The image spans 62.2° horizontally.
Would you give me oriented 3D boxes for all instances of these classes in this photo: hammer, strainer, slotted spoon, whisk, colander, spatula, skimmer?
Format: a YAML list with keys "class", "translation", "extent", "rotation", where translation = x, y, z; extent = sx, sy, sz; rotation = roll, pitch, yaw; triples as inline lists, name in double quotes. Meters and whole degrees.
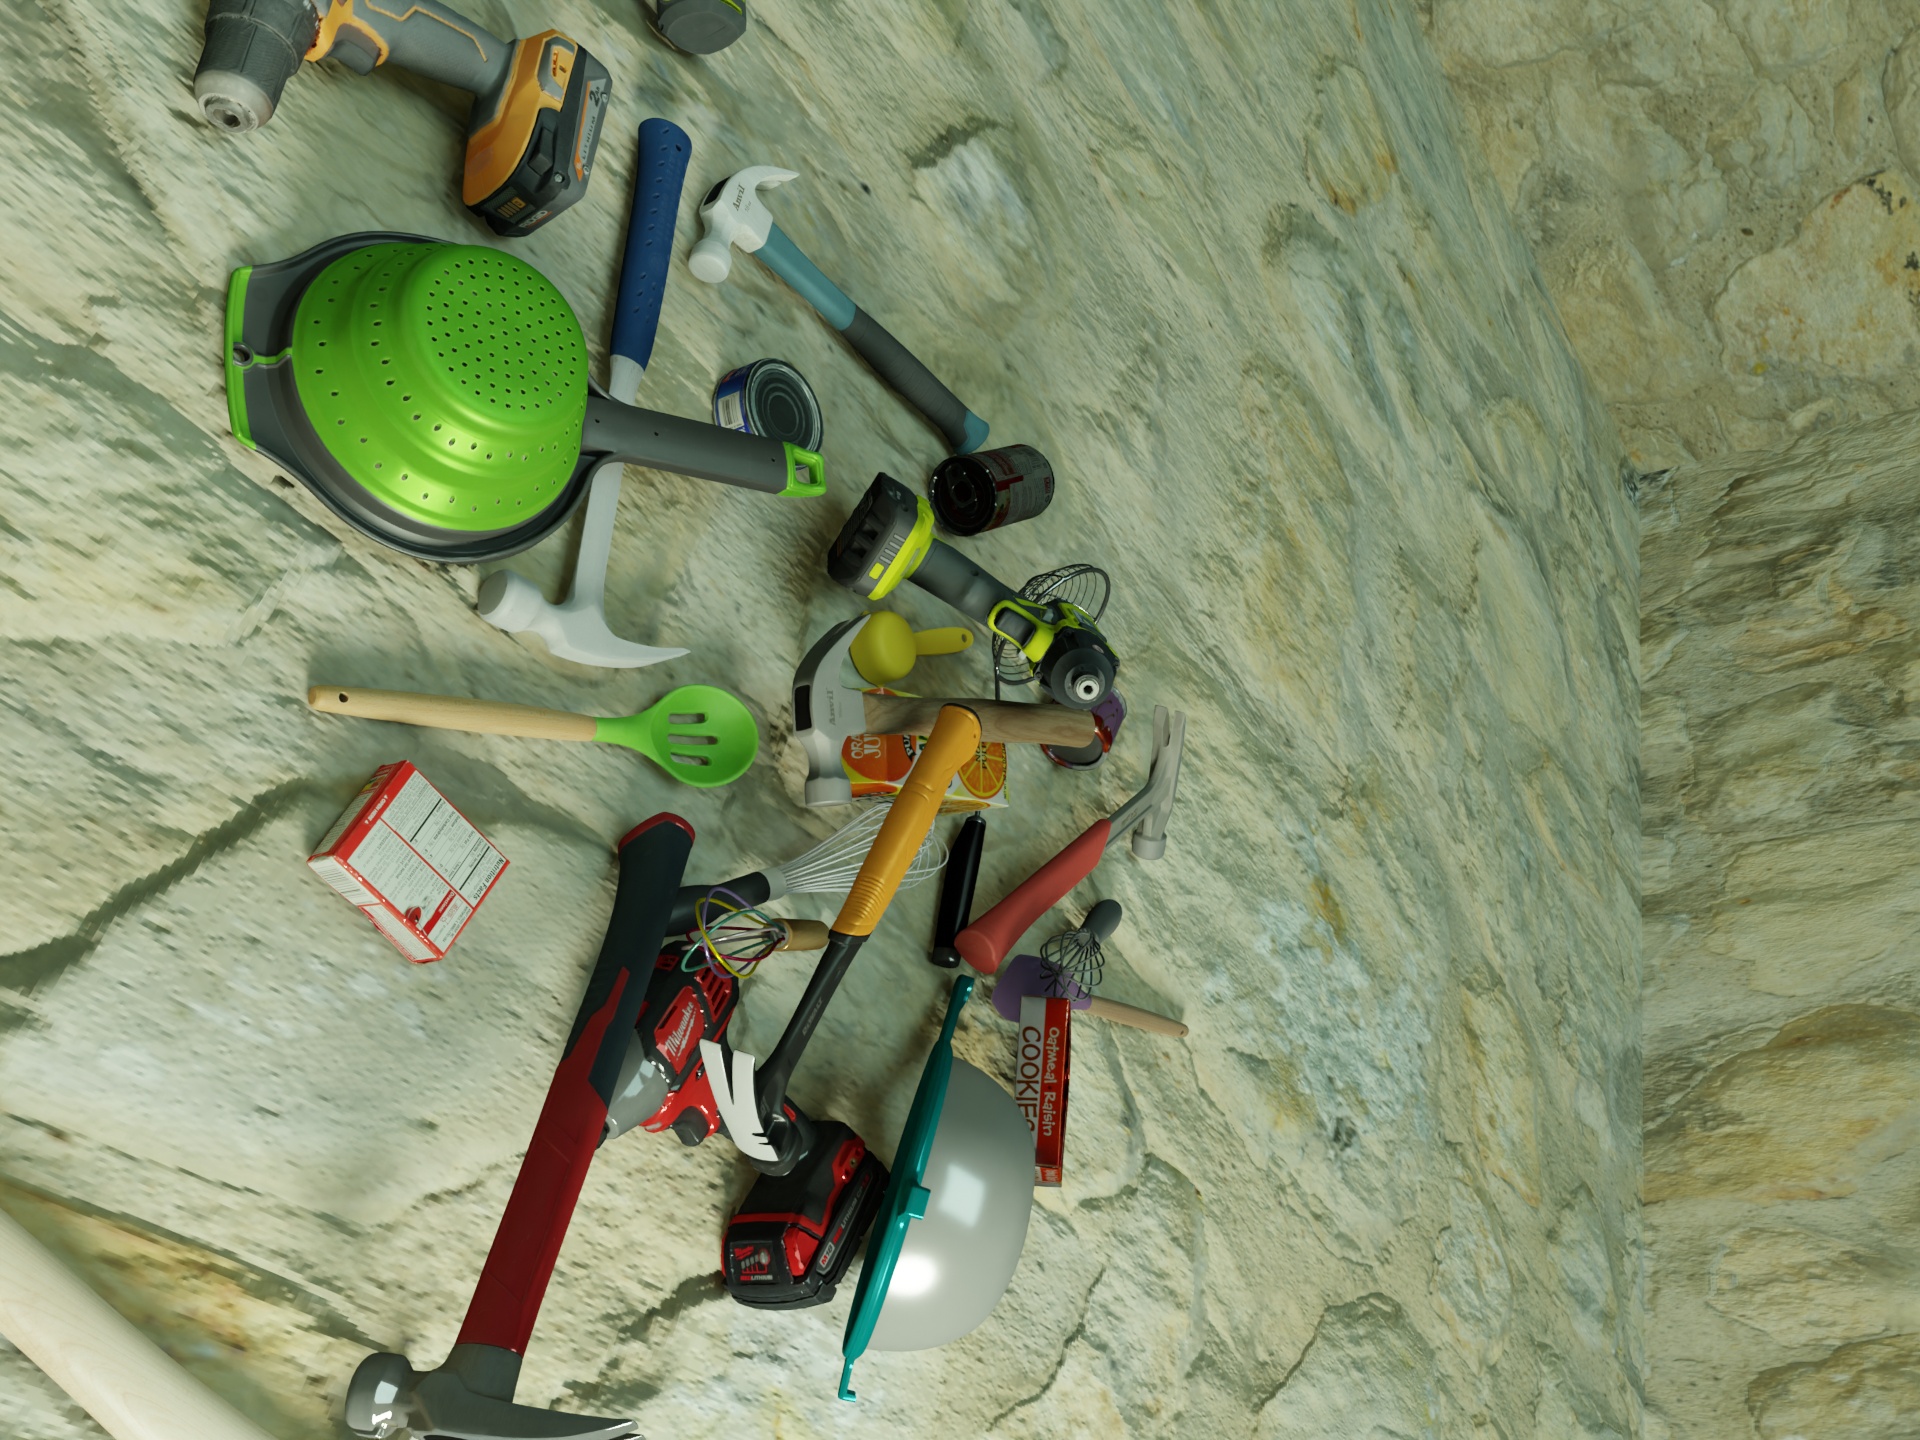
- class: "hammer"
  translation: [-0.195, 0.206, 0.880]
  extent: [0.038, 0.143, 0.387]
  rotation: [85, 12, -45]
- class: "strainer"
  translation: [0.008, 0.296, 1.104]
  extent: [0.341, 0.095, 0.211]
  rotation: [-69, 177, -61]
- class: "slotted spoon"
  translation: [-0.248, 0.000, 0.971]
  extent: [0.313, 0.031, 0.070]
  rotation: [8, 74, -50]
- class: "hammer"
  translation: [0.101, 0.108, 1.344]
  extent: [0.359, 0.037, 0.149]
  rotation: [-31, 132, -54]
- class: "whisk"
  translation: [0.109, 0.185, 1.335]
  extent: [0.239, 0.055, 0.055]
  rotation: [-25, 101, -73]
- class: "hammer"
  translation: [-0.062, 0.111, 1.003]
  extent: [0.127, 0.034, 0.337]
  rotation: [79, 30, -47]
- class: "whisk"
  translation: [-0.110, 0.108, 1.103]
  extent: [0.284, 0.070, 0.070]
  rotation: [-13, 91, -49]
- class: "colander"
  translation: [-0.219, -0.193, 0.950]
  extent: [0.396, 0.094, 0.205]
  rotation: [5, 72, -42]
- class: "spatula"
  translation: [0.121, 0.252, 1.391]
  extent: [0.315, 0.018, 0.060]
  rotation: [25, 96, -50]
- class: "hammer"
  translation: [-0.083, -0.314, 1.276]
  extent: [0.330, 0.033, 0.128]
  rotation: [37, 54, -42]
- class: "hammer"
  translation: [-0.002, -0.004, 1.171]
  extent: [0.331, 0.031, 0.130]
  rotation: [3, 79, -52]
- class: "skimmer"
  translation: [0.052, 0.033, 1.308]
  extent: [0.127, 0.090, 0.364]
  rotation: [77, 22, -61]
- class: "hammer"
  translation: [-0.221, -0.225, 1.063]
  extent: [0.144, 0.035, 0.406]
  rotation: [28, 58, -46]
- class: "hammer"
  translation: [-0.395, 0.247, 0.694]
  extent: [0.410, 0.038, 0.146]
  rotation: [57, 40, -26]
- class: "whisk"
  translation: [-0.123, 0.140, 1.012]
  extent: [0.051, 0.047, 0.245]
  rotation: [-59, 167, -1]

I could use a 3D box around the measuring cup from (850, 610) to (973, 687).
- class: "measuring cup"
  translation: [-0.028, -0.064, 1.278]
  extent: [0.156, 0.029, 0.062]
  rotation: [-11, 89, -52]

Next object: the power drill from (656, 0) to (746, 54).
- class: "power drill"
  translation: [-0.241, -0.602, 1.112]
  extent: [0.228, 0.080, 0.191]
  rotation: [9, 73, -55]

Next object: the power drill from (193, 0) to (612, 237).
- class: "power drill"
  translation: [-0.327, -0.376, 0.930]
  extent: [0.226, 0.084, 0.185]
  rotation: [28, 59, -41]

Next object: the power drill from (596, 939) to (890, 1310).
- class: "power drill"
  translation: [-0.149, 0.260, 0.990]
  extent: [0.219, 0.078, 0.143]
  rotation: [56, 40, -22]

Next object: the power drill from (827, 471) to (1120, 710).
- class: "power drill"
  translation: [0.015, -0.089, 1.189]
  extent: [0.223, 0.080, 0.171]
  rotation: [31, 12, -12]
